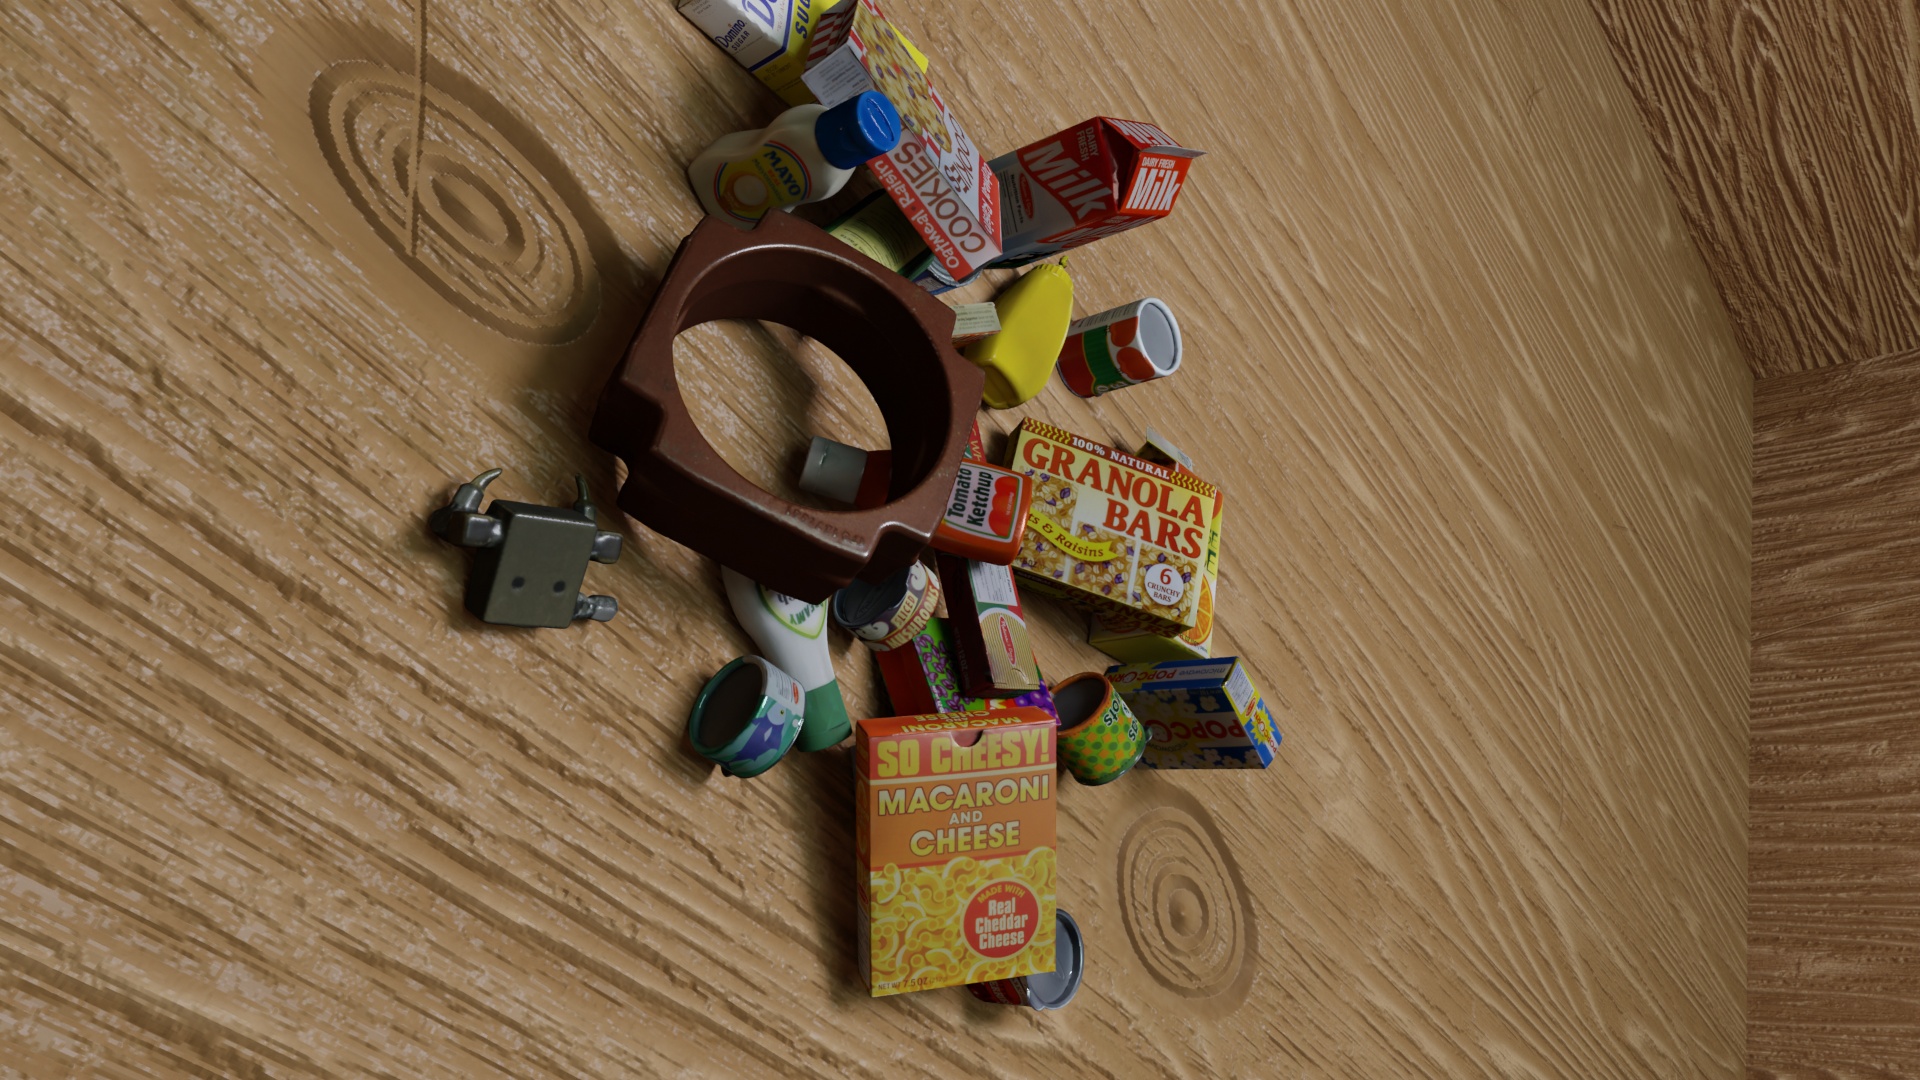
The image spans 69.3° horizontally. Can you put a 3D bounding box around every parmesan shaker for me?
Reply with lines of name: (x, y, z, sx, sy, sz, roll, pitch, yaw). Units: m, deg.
parmesan shaker: (-0.066, -0.187, 0.940, 0.103, 0.071, 0.071, -49, 117, -44)

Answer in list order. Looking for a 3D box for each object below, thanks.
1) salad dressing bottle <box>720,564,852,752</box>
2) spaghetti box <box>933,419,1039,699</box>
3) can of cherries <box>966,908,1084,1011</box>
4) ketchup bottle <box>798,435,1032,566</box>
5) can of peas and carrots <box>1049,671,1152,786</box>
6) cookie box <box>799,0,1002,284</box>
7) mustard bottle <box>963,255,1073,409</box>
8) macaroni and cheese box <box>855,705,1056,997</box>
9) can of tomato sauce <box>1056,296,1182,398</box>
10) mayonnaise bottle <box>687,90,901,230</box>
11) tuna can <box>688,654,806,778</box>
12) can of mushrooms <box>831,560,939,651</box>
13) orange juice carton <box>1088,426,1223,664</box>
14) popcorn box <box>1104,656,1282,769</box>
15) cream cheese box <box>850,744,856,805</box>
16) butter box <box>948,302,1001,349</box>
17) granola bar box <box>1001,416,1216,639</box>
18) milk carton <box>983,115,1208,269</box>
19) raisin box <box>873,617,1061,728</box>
salad dressing bottle: (-0.105, 0.056, 0.857, 0.064, 0.044, 0.147, -23, 99, -47)
spaghetti box: (0.003, -0.012, 0.963, 0.050, 0.028, 0.251, 11, 59, -47)
can of cherries: (0.042, 0.288, 0.957, 0.071, 0.058, 0.071, 13, 72, -47)
ketchup bottle: (-0.030, -0.031, 0.910, 0.149, 0.043, 0.065, 15, 65, -8)
can of peas and carrots: (0.100, 0.141, 1.048, 0.058, 0.071, 0.071, 53, 47, -26)
cookie box: (-0.034, -0.266, 0.912, 0.167, 0.040, 0.123, 50, 23, -29)
mustard bottle: (0.055, -0.172, 1.087, 0.065, 0.048, 0.161, 52, 47, -27)
macaroni and cheese box: (-0.002, 0.194, 0.874, 0.124, 0.040, 0.166, -3, 98, -18)
can of tomato sauce: (0.131, -0.157, 1.144, 0.071, 0.083, 0.071, 14, 71, -46)
mayonnaise bottle: (-0.101, -0.233, 0.849, 0.064, 0.148, 0.041, 56, 47, -24)
tuna can: (-0.126, 0.103, 0.808, 0.032, 0.071, 0.071, 40, 54, -35)
can of mushrooms: (-0.048, 0.038, 0.906, 0.033, 0.071, 0.071, 45, 51, -35)
orange juice carton: (0.165, 0.004, 1.153, 0.071, 0.073, 0.193, 30, 59, -40)
popcorn box: (0.178, 0.138, 1.096, 0.038, 0.126, 0.085, -50, 118, -39)
cream cheese box: (-0.027, 0.158, 0.935, 0.104, 0.024, 0.053, 2, 80, -49)
butter box: (-0.022, -0.150, 0.992, 0.104, 0.053, 0.024, -16, 91, -50)
granola bar box: (0.106, -0.009, 1.058, 0.165, 0.039, 0.124, 19, 65, -13)
milk carton: (0.086, -0.262, 1.035, 0.072, 0.190, 0.073, -13, 92, -49)
raisin box: (0.005, 0.099, 0.955, 0.123, 0.040, 0.086, 6, 54, -47)
